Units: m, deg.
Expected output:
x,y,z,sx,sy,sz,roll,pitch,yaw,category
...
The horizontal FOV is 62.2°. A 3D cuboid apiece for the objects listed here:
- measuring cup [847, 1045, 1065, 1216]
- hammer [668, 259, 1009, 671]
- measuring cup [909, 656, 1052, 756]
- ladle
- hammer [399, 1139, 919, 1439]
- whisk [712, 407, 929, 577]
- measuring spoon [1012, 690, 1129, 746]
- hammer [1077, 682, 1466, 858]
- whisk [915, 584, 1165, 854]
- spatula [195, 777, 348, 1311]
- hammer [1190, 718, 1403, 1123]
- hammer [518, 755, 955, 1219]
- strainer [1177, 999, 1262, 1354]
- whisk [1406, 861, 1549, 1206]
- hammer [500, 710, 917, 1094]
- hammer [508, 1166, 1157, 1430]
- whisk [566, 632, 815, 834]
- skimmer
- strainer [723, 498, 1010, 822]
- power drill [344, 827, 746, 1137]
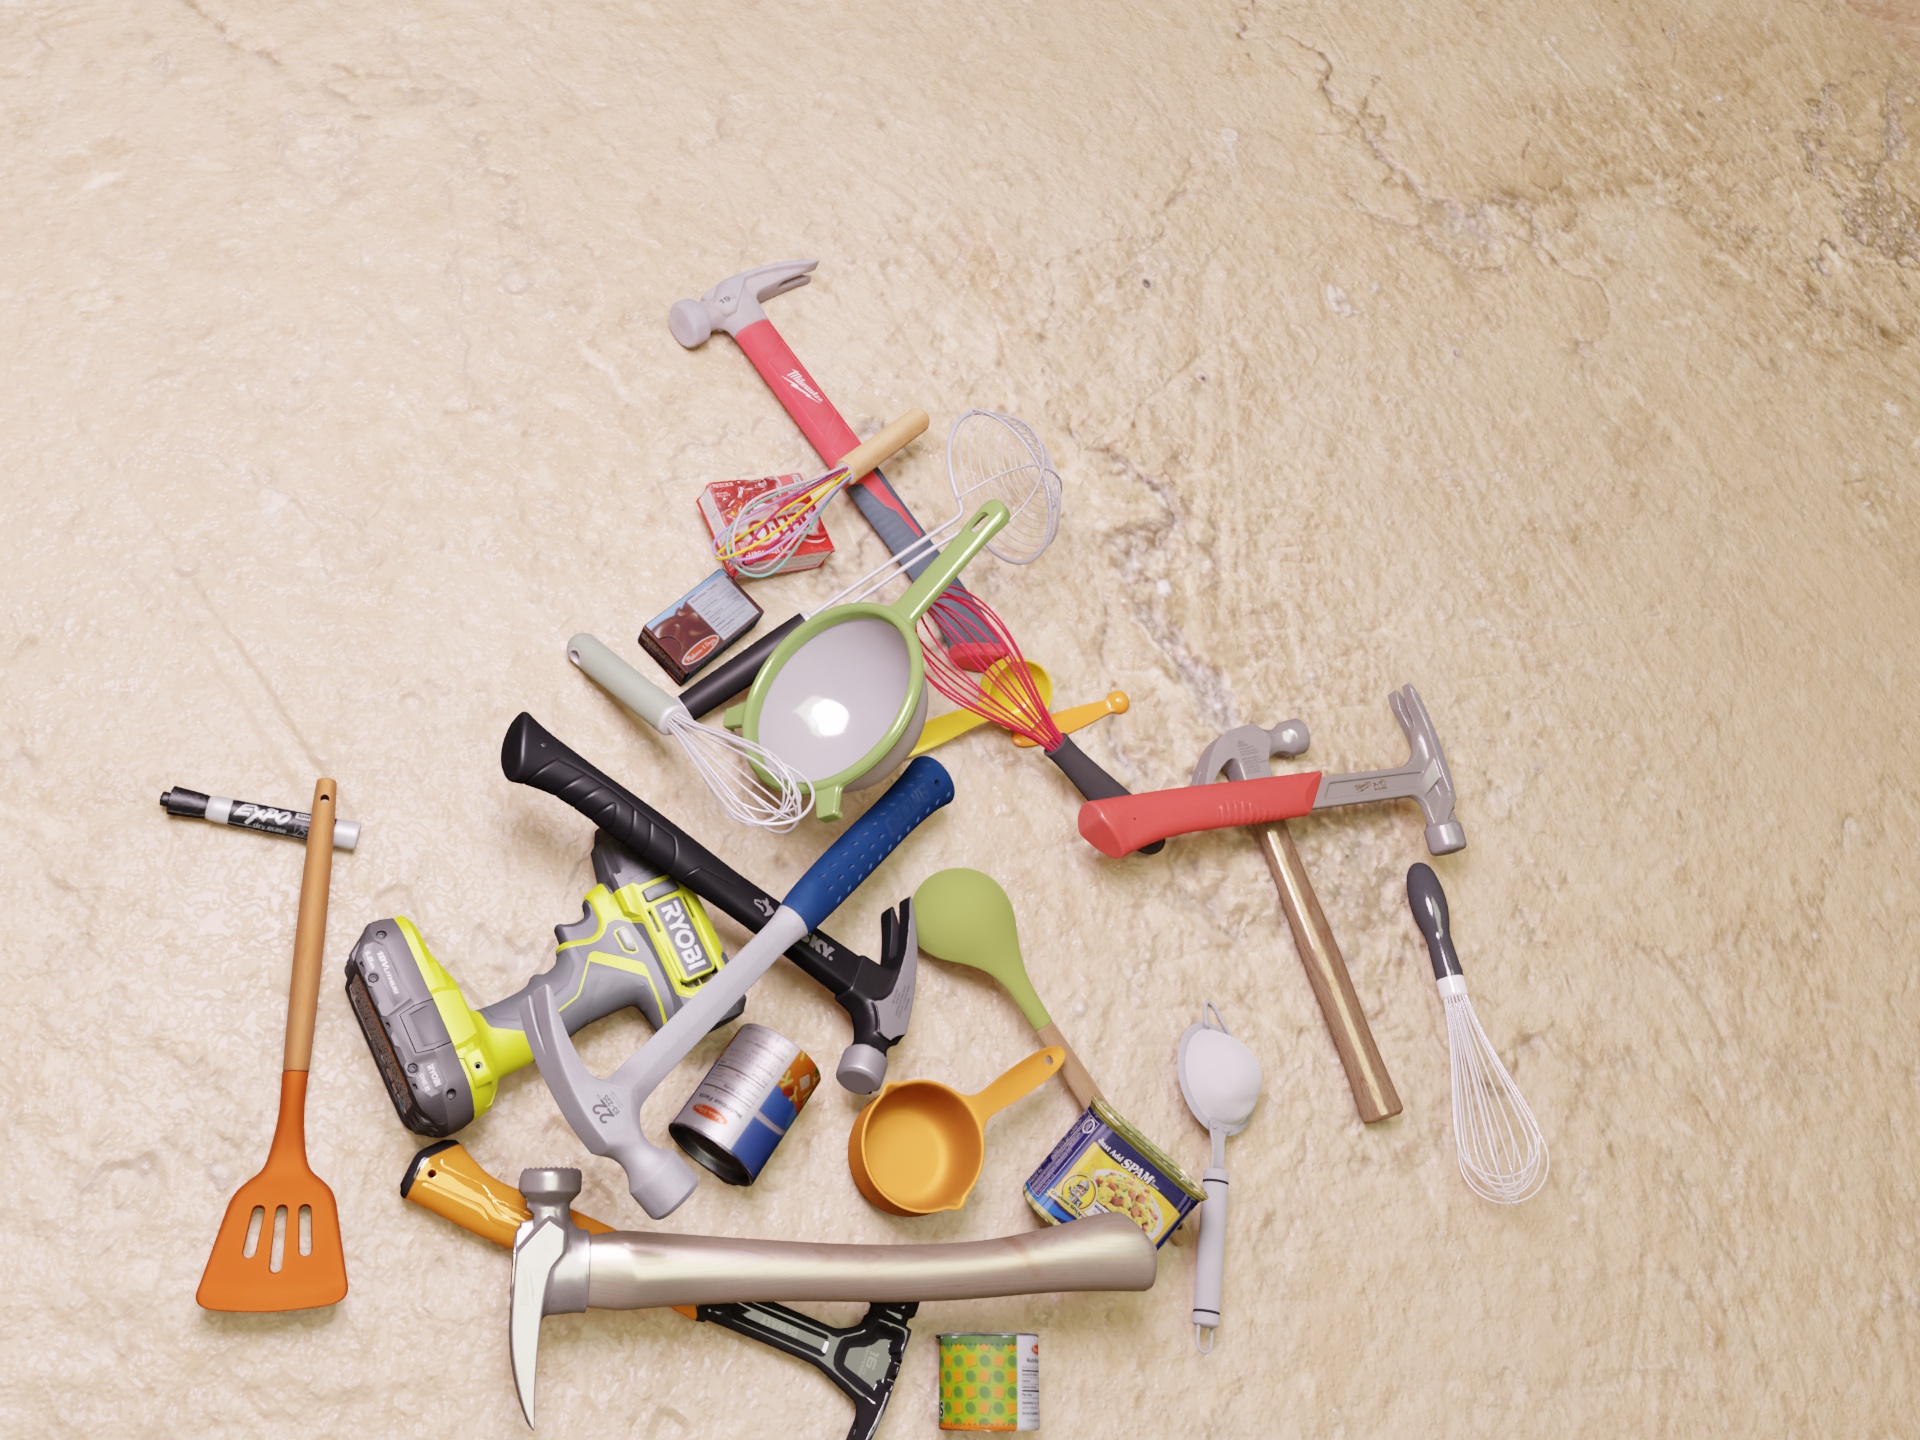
x,y,z,sx,sy,sz,roll,pitch,yaw,category
-0.001,0.276,1.102,0.173,0.052,0.095,-27,79,-32,measuring cup
-0.073,-0.208,1.297,0.143,0.038,0.386,-32,82,-32,hammer
-0.002,-0.004,1.241,0.156,0.029,0.062,-23,112,-16,measuring cup
0.069,0.245,1.158,0.078,0.062,0.320,-33,89,-31,ladle
-0.193,0.356,0.996,0.336,0.034,0.127,27,59,-9,hammer
-0.099,-0.181,1.223,0.051,0.047,0.245,45,53,2,whisk
0.091,-0.002,1.287,0.117,0.011,0.021,-20,76,-28,measuring spoon
0.250,0.053,1.273,0.359,0.036,0.149,-5,70,-28,hammer
0.060,0.005,1.213,0.295,0.073,0.073,45,57,-20,whisk
-0.403,0.189,0.972,0.081,0.041,0.323,5,70,-20,spatula
0.276,0.159,1.280,0.130,0.031,0.331,-10,72,-26,hammer
-0.118,0.131,1.032,0.144,0.035,0.405,51,40,-5,hammer
0.189,0.325,1.160,0.086,0.050,0.259,27,59,-31,strainer
0.407,0.248,1.285,0.070,0.070,0.285,3,62,-22,whisk
-0.162,0.103,1.062,0.334,0.035,0.146,39,42,-19,hammer
-0.070,0.355,0.995,0.410,0.038,0.146,5,71,-17,hammer
-0.192,0.003,1.096,0.246,0.057,0.059,35,48,29,whisk
-0.071,-0.109,1.219,0.363,0.090,0.127,-35,107,-10,skimmer
-0.042,-0.044,1.128,0.256,0.069,0.152,-49,47,-3,strainer
-0.271,0.157,1.031,0.223,0.080,0.171,-21,77,-33,power drill
